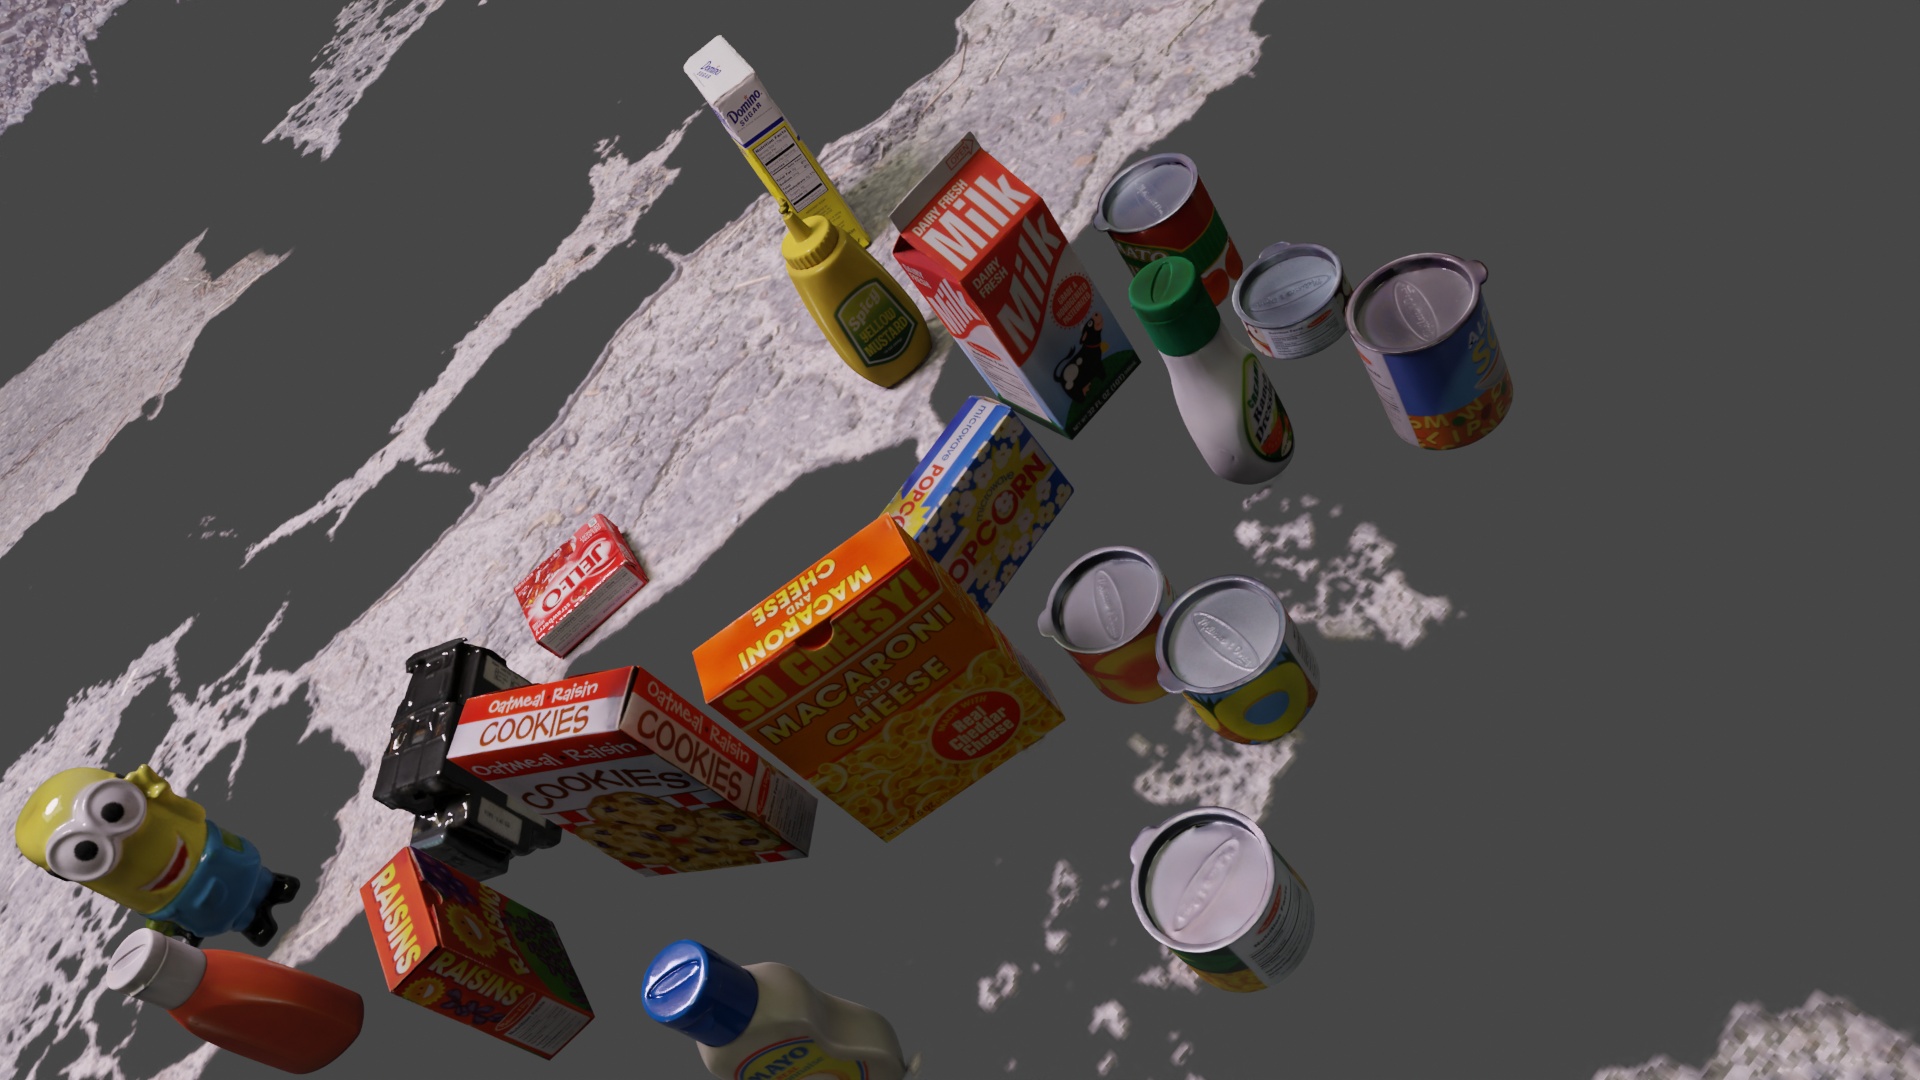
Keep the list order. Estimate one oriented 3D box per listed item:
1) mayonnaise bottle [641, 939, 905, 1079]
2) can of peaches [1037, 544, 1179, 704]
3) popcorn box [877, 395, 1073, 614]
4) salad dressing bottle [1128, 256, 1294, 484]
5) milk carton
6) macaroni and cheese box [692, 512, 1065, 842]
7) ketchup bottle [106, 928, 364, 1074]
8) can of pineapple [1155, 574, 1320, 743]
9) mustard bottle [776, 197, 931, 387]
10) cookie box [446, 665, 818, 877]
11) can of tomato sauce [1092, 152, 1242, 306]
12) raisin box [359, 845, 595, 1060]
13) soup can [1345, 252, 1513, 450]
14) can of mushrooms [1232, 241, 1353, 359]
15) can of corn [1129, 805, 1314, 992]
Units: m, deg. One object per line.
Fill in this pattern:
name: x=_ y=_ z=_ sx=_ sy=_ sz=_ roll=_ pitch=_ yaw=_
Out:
mayonnaise bottle: x=-0.087 y=0.228 z=0.643 sx=0.064 sy=0.147 sz=0.041 roll=-34 pitch=44 yaw=8
can of peaches: x=0.085 y=0.046 z=0.735 sx=0.071 sy=0.058 sz=0.071 roll=-19 pitch=47 yaw=22
popcorn box: x=0.003 y=-0.010 z=0.818 sx=0.038 sy=0.085 sz=0.127 roll=23 pitch=72 yaw=44
salad dressing bottle: x=0.135 y=-0.089 z=0.743 sx=0.044 sy=0.147 sz=0.064 roll=-4 pitch=55 yaw=33
milk carton: x=0.028 y=-0.153 z=0.839 sx=0.072 sy=0.190 sz=0.073 roll=-49 pitch=44 yaw=-8
macaroni and cheese box: x=-0.037 y=0.077 z=0.717 sx=0.123 sy=0.166 sz=0.040 roll=-36 pitch=43 yaw=6
ketchup bottle: x=-0.444 y=0.281 z=0.850 sx=0.064 sy=0.148 sz=0.044 roll=-33 pitch=44 yaw=9
can of pineapple: x=0.136 y=0.060 z=0.688 sx=0.071 sy=0.057 sz=0.071 roll=-19 pitch=47 yaw=22
mustard bottle: x=-0.081 y=-0.174 z=0.954 sx=0.065 sy=0.159 sz=0.049 roll=-43 pitch=43 yaw=-2
cookie box: x=-0.177 y=0.132 z=0.770 sx=0.123 sy=0.167 sz=0.040 roll=-13 pitch=50 yaw=27
can of tomato sauce: x=0.132 y=-0.189 z=0.874 sx=0.071 sy=0.083 sz=0.071 roll=-19 pitch=48 yaw=22
raisin box: x=-0.273 y=0.234 z=0.787 sx=0.040 sy=0.123 sz=0.086 roll=-44 pitch=43 yaw=-2
soup can: x=0.247 y=-0.097 z=0.719 sx=0.071 sy=0.083 sz=0.072 roll=-19 pitch=48 yaw=22
can of mushrooms: x=0.199 y=-0.144 z=0.826 sx=0.071 sy=0.033 sz=0.071 roll=-19 pitch=47 yaw=22
can of corn: x=0.116 y=0.160 z=0.621 sx=0.071 sy=0.058 sz=0.071 roll=-19 pitch=47 yaw=22
